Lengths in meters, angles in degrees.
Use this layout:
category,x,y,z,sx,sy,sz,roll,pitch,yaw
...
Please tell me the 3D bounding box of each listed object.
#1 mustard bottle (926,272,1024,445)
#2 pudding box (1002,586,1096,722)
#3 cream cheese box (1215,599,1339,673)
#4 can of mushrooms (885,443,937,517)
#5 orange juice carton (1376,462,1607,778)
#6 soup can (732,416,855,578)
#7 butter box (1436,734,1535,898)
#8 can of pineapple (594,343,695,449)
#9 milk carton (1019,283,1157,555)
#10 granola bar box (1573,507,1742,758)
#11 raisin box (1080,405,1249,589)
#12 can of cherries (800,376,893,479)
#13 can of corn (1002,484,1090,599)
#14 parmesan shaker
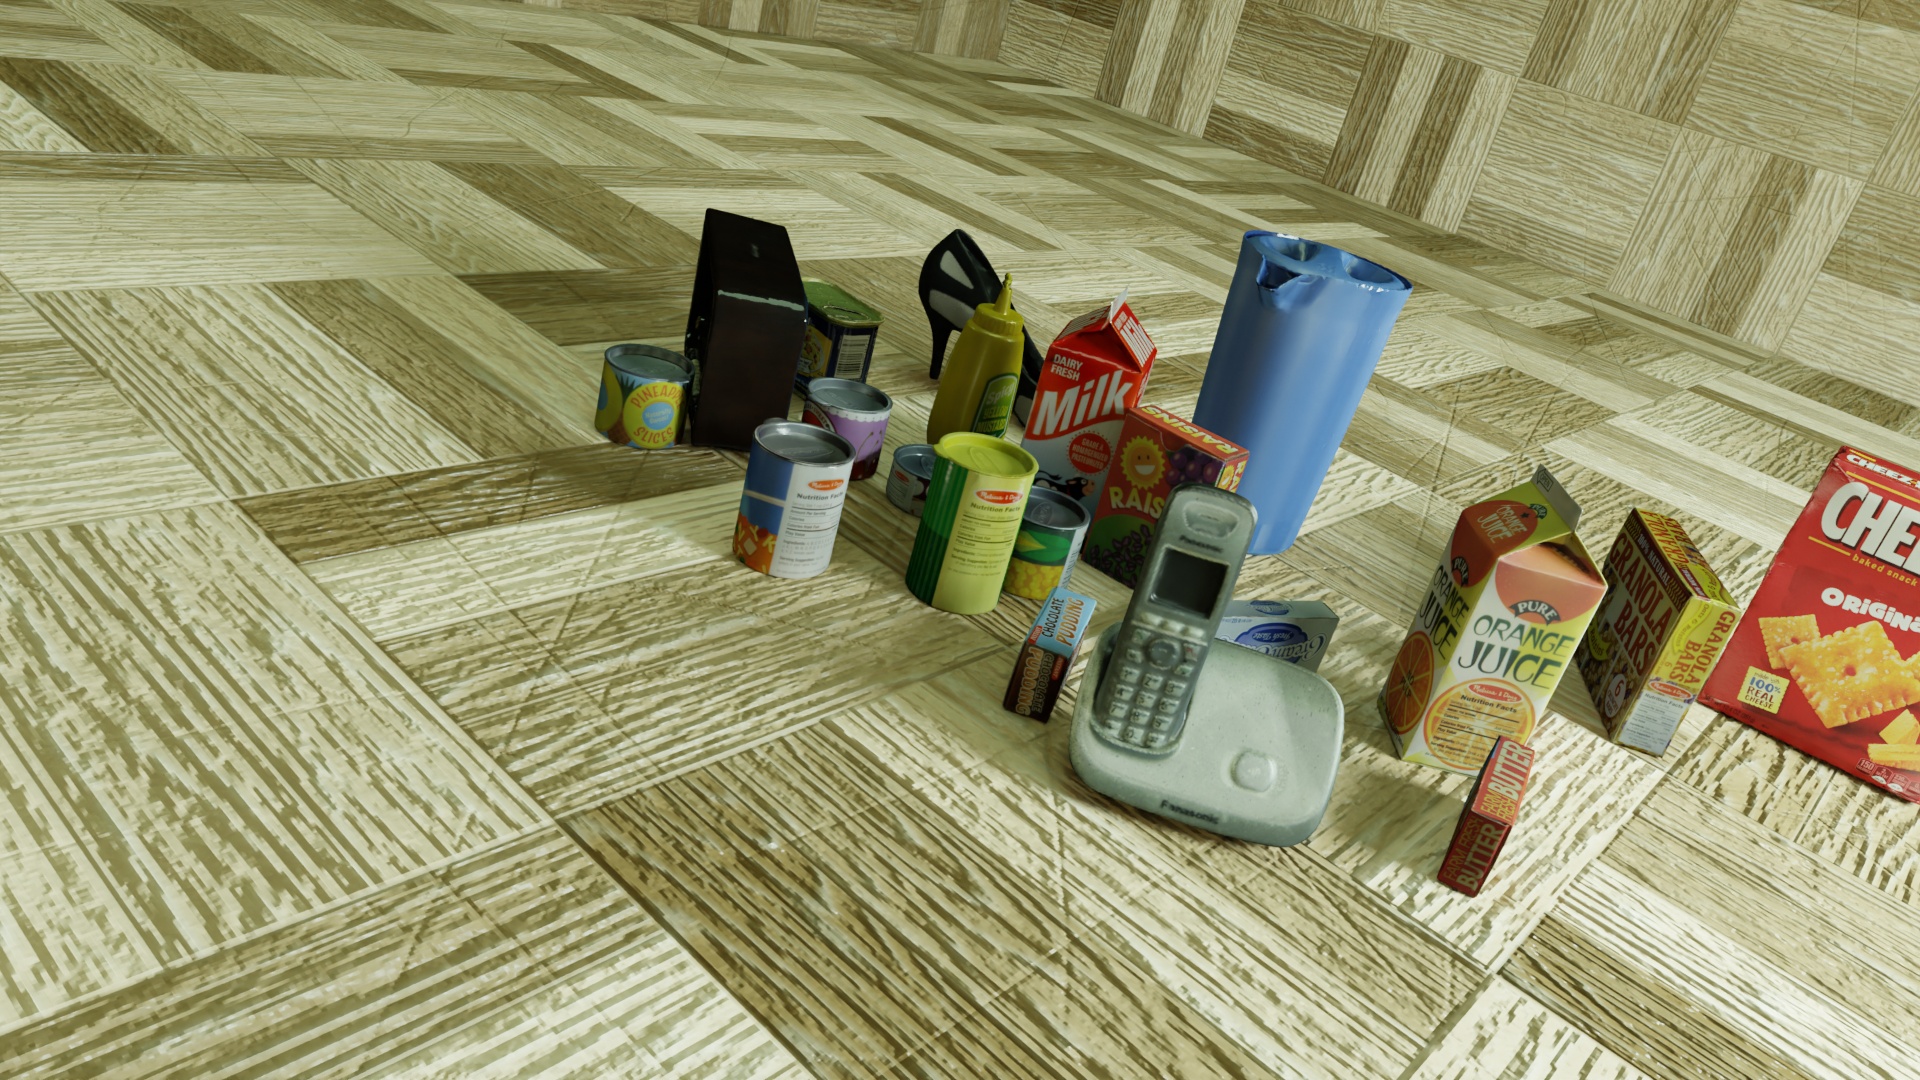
category,x,y,z,sx,sy,sz,roll,pitch,yaw
mustard bottle,0.019,-0.136,1.110,0.049,0.159,0.065,32,29,32
pudding box,0.055,0.067,0.842,0.030,0.049,0.084,20,25,9
cream cheese box,0.197,0.067,0.920,0.104,0.053,0.024,2,28,-27
can of mushrooms,-0.020,-0.044,1.047,0.071,0.033,0.071,13,25,-6
orange juice carton,0.337,0.050,0.873,0.073,0.191,0.072,14,25,-4
soup can,-0.110,-0.028,0.903,0.071,0.083,0.071,13,25,-6
butter box,0.303,0.157,0.797,0.024,0.053,0.104,25,27,20
can of pineapple,-0.232,-0.105,1.022,0.071,0.057,0.071,13,25,-6
milk carton,0.092,-0.095,1.032,0.073,0.189,0.072,20,25,8
granola bar box,0.505,0.063,1.024,0.039,0.123,0.166,18,25,4
raisin box,0.144,-0.024,0.996,0.086,0.122,0.040,31,29,31
can of cherries,-0.092,-0.086,1.062,0.071,0.058,0.072,13,25,-6
can of corn,0.048,0.000,0.967,0.071,0.058,0.071,13,25,-6
parmesan shaker,0.003,-0.011,0.912,0.071,0.102,0.071,13,25,-6
